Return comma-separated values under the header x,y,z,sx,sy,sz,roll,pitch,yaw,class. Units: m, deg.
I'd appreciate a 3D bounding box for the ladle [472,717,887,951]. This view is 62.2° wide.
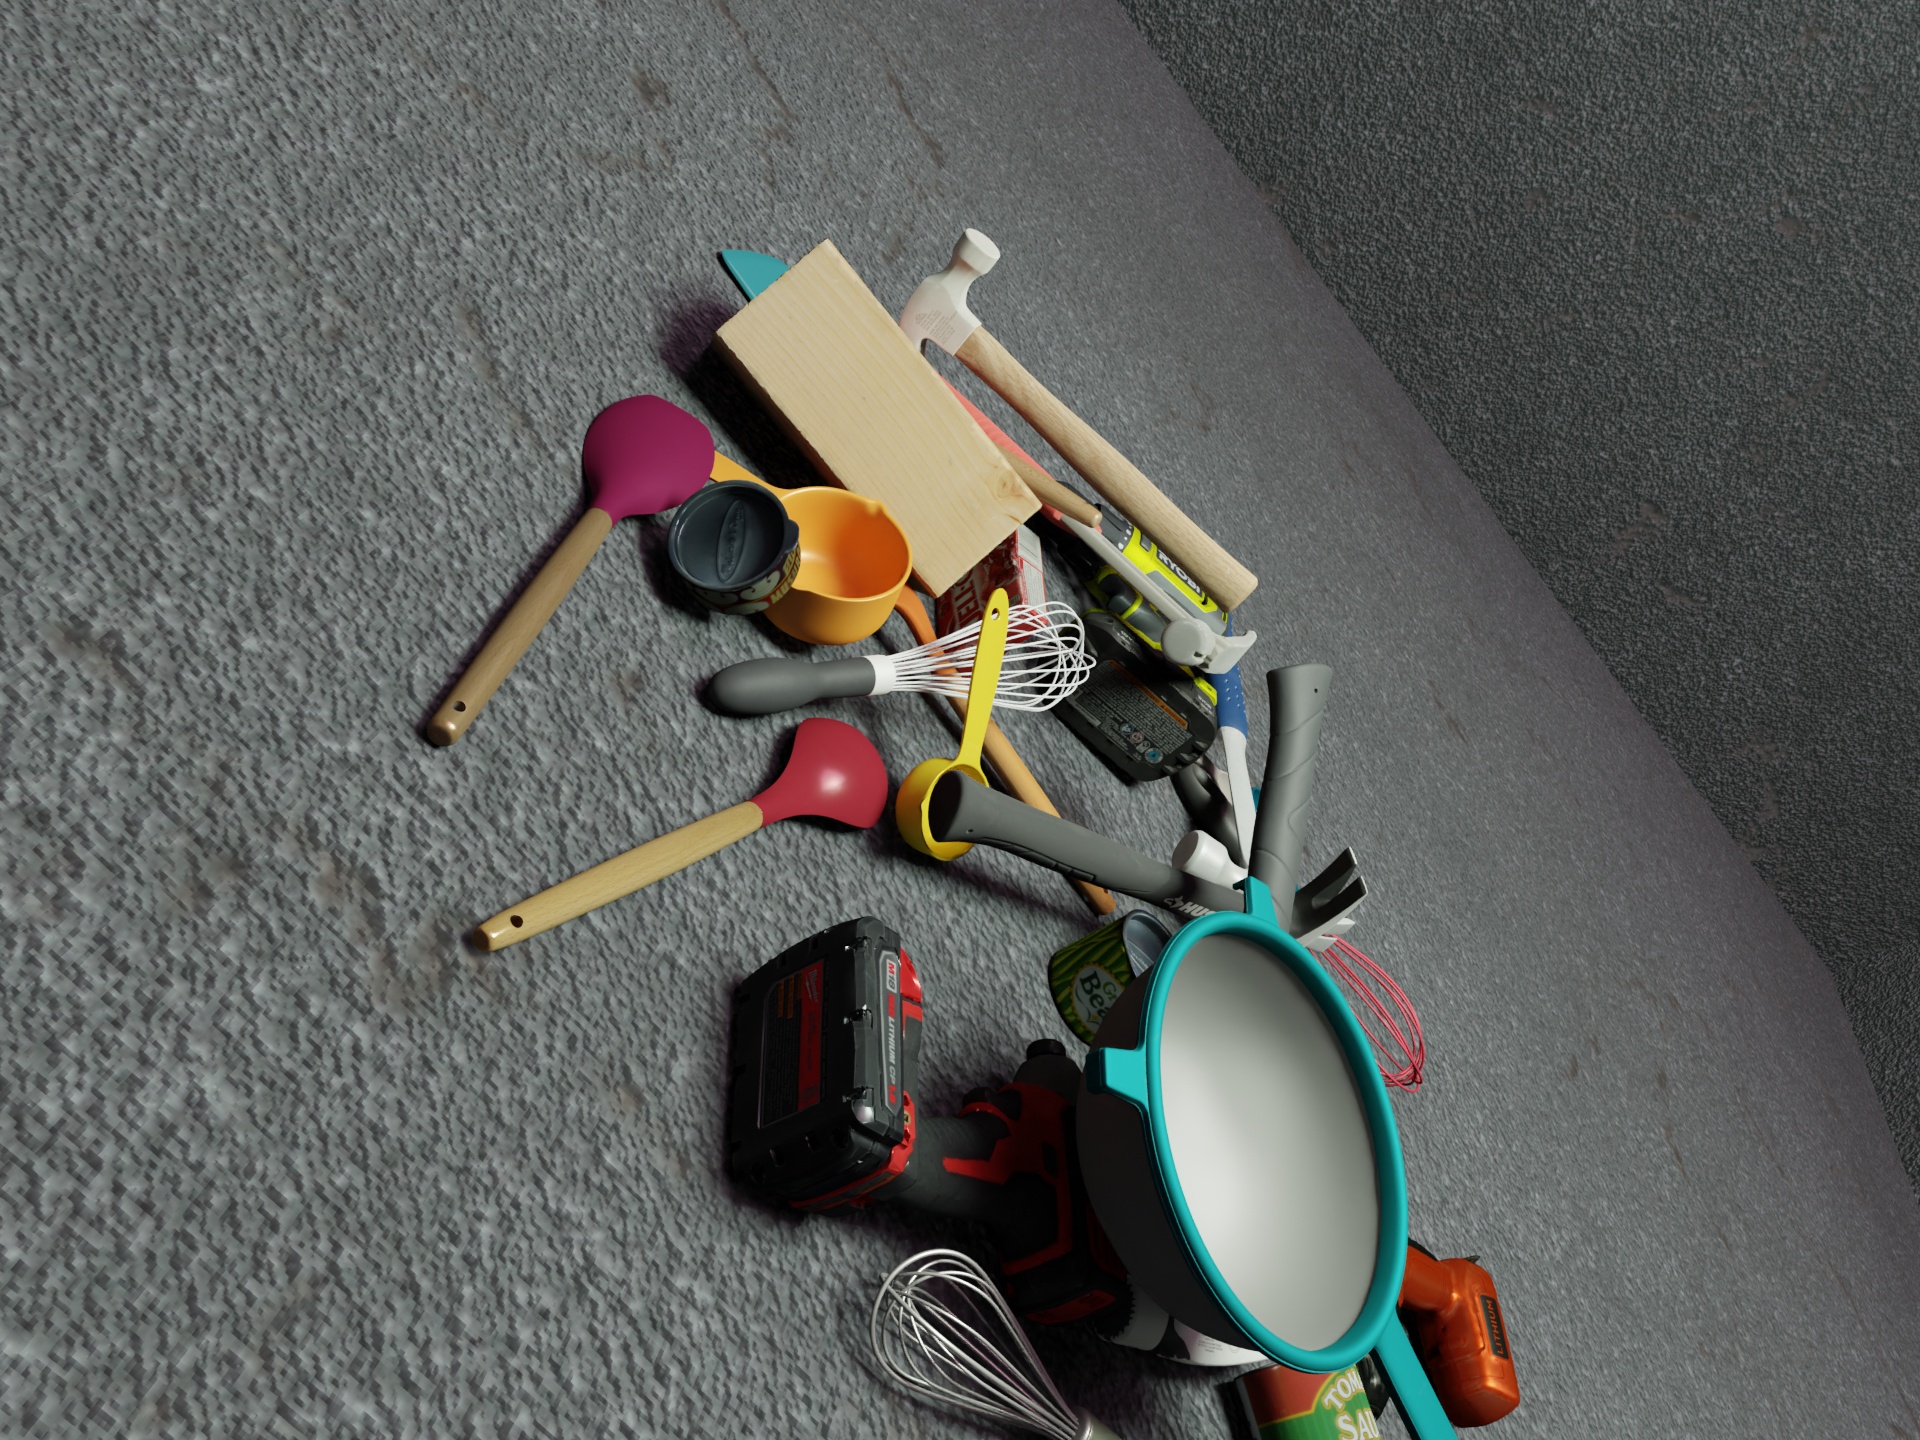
x,y,z,sx,sy,sz,roll,pitch,yaw,class
-0.117,0.052,0.762,0.069,0.031,0.315,58,30,4,ladle

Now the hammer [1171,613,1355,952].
x,y,z,sx,sy,sz,roll,pitch,yaw,class
0.217,0.023,1.240,0.144,0.035,0.406,33,29,-17,hammer

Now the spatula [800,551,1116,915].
x,y,z,sx,sy,sz,roll,pitch,yaw,class
-0.002,-0.003,0.998,0.322,0.041,0.081,55,29,-11,spatula

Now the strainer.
x,y,z,sx,sy,sz,roll,pitch,yaw,class
0.151,0.261,0.772,0.211,0.095,0.340,-34,98,-53,strainer

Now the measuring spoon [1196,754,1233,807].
x,y,z,sx,sy,sz,roll,pitch,yaw,class
0.177,0.027,1.252,0.124,0.018,0.034,45,32,-6,measuring spoon

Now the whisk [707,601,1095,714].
x,y,z,sx,sy,sz,roll,pitch,yaw,class
-0.026,-0.027,0.914,0.284,0.070,0.070,-8,67,-43,whisk

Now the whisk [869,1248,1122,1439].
x,y,z,sx,sy,sz,roll,pitch,yaw,class
0.044,0.320,0.724,0.246,0.058,0.059,48,69,-23,whisk

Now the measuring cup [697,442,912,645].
x,y,z,sx,sy,sz,roll,pitch,yaw,class
-0.111,-0.107,0.912,0.173,0.052,0.095,32,48,8,measuring cup

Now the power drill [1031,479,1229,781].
x,y,z,sx,sy,sz,roll,pitch,yaw,class
0.121,-0.077,1.202,0.190,0.080,0.229,39,30,-17,power drill

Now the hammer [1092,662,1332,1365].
x,y,z,sx,sy,sz,roll,pitch,yaw,class
0.172,0.152,0.903,0.149,0.036,0.409,25,66,-29,hammer

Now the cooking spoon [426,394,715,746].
x,y,z,sx,sy,sz,roll,pitch,yaw,class
-0.188,-0.087,0.789,0.068,0.017,0.319,30,37,-10,cooking spoon

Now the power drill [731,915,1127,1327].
x,y,z,sx,sy,sz,roll,pitch,yaw,class
-0.002,0.187,0.752,0.219,0.078,0.143,38,35,-36,power drill

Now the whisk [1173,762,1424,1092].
x,y,z,sx,sy,sz,roll,pitch,yaw,class
0.251,0.153,1.194,0.296,0.073,0.073,55,28,11,whisk

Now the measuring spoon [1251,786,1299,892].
x,y,z,sx,sy,sz,roll,pitch,yaw,class
0.250,0.116,1.272,0.042,0.021,0.129,-7,77,-63,measuring spoon

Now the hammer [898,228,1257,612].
x,y,z,sx,sy,sz,roll,pitch,yaw,class
0.087,-0.201,1.175,0.331,0.130,0.031,43,31,-2,hammer

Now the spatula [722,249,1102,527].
x,y,z,sx,sy,sz,roll,pitch,yaw,class
-0.032,-0.224,1.078,0.318,0.044,0.082,34,22,16,spatula

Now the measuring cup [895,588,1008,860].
x,y,z,sx,sy,sz,roll,pitch,yaw,class
-0.001,0.001,0.901,0.062,0.029,0.156,15,87,-48,measuring cup

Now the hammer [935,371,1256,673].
x,y,z,sx,sy,sz,roll,pitch,yaw,class
0.060,-0.163,1.125,0.359,0.036,0.149,45,18,15,hammer

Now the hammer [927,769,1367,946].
x,y,z,sx,sy,sz,roll,pitch,yaw,class
0.108,0.090,0.950,0.334,0.146,0.035,24,40,-41,hammer
